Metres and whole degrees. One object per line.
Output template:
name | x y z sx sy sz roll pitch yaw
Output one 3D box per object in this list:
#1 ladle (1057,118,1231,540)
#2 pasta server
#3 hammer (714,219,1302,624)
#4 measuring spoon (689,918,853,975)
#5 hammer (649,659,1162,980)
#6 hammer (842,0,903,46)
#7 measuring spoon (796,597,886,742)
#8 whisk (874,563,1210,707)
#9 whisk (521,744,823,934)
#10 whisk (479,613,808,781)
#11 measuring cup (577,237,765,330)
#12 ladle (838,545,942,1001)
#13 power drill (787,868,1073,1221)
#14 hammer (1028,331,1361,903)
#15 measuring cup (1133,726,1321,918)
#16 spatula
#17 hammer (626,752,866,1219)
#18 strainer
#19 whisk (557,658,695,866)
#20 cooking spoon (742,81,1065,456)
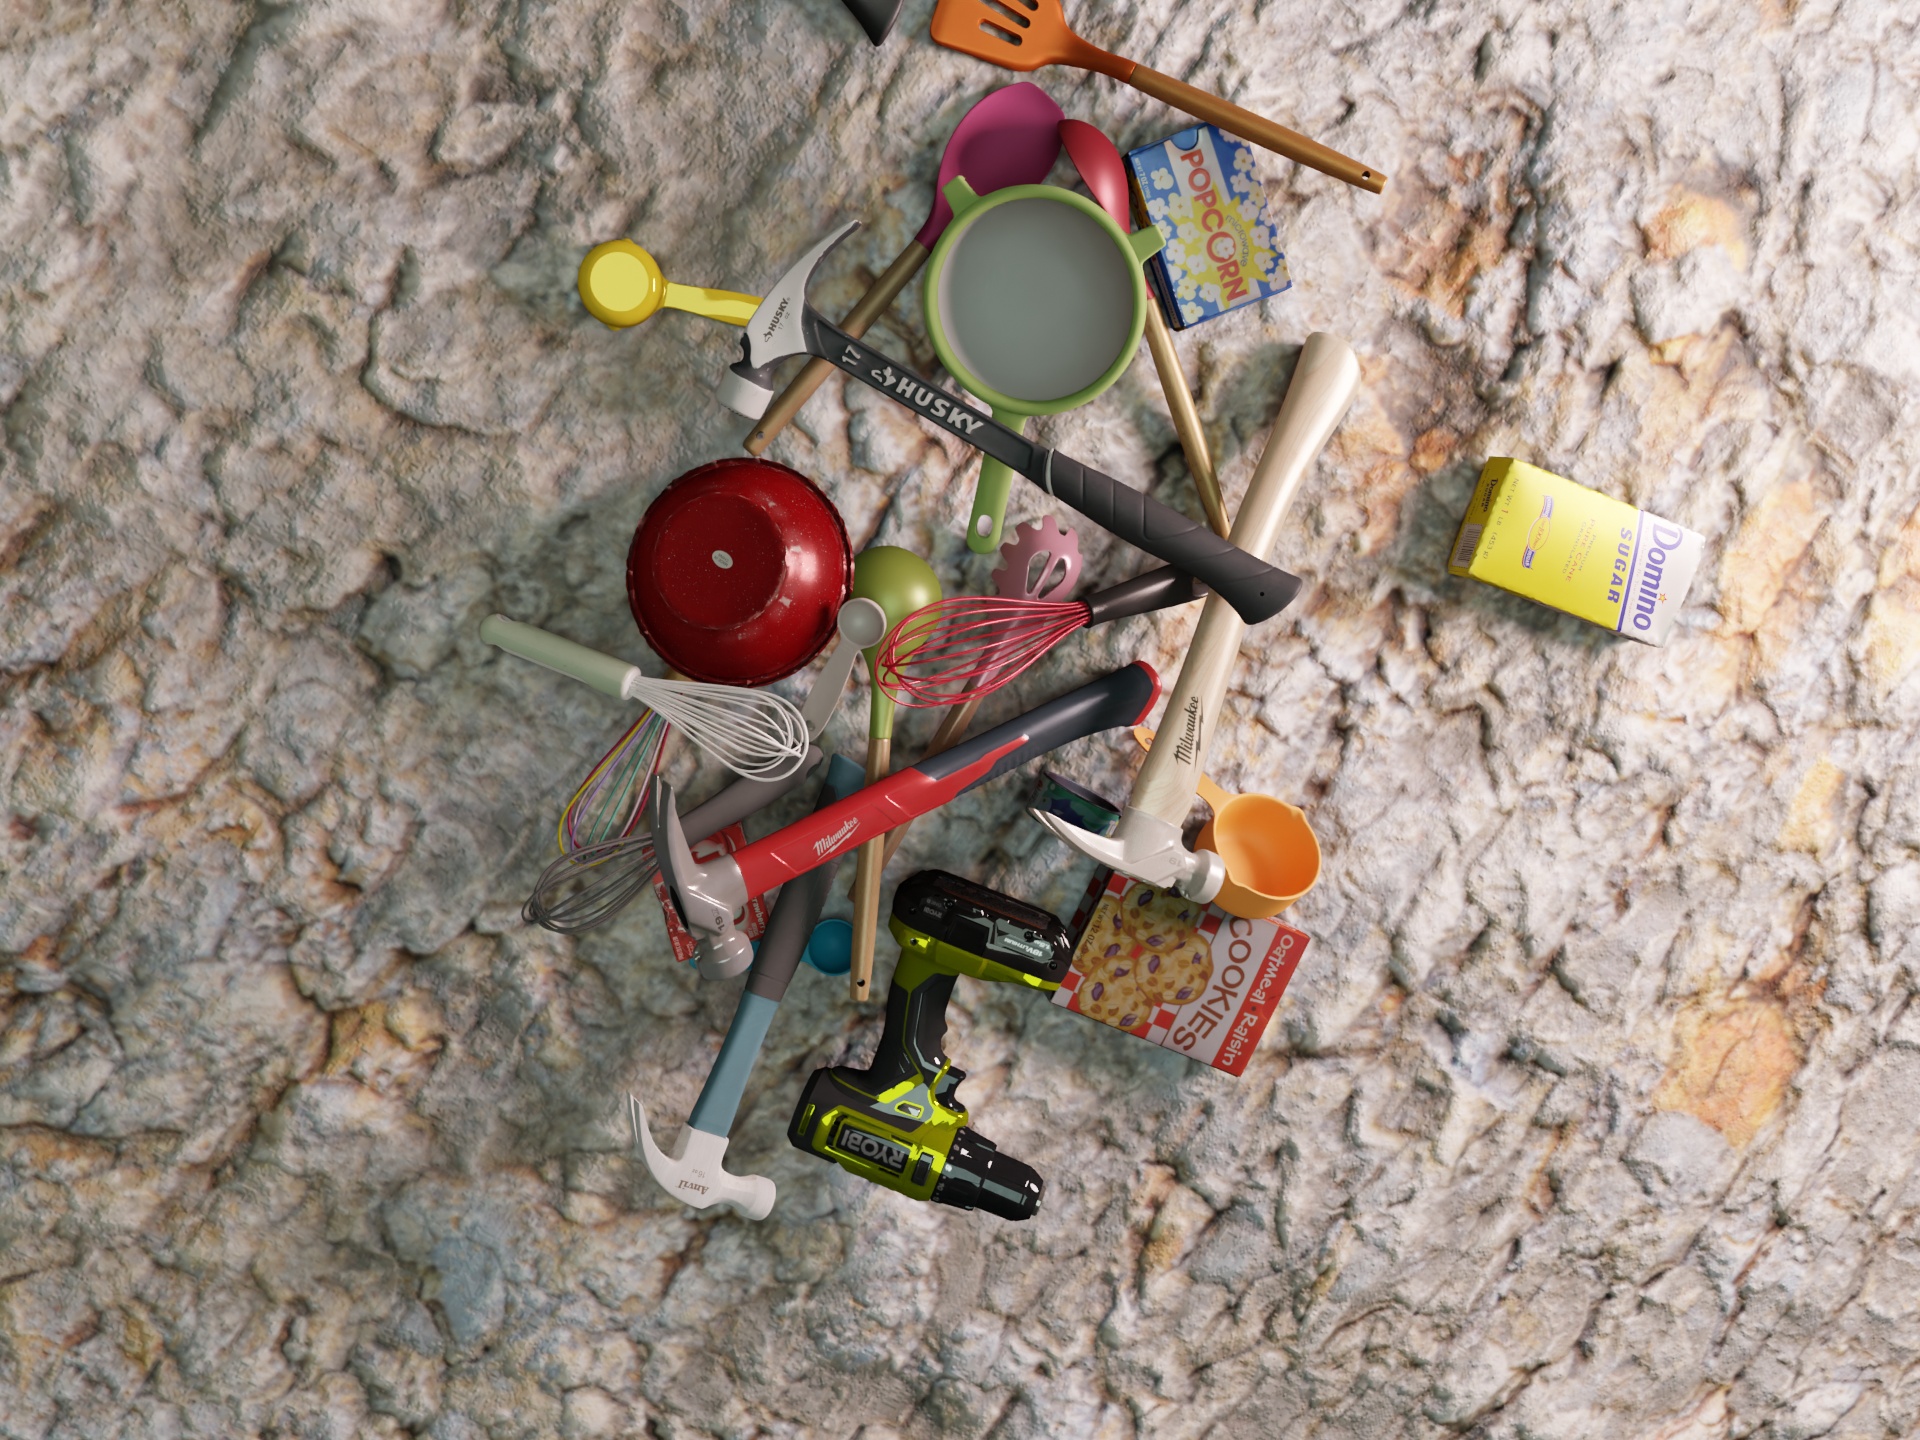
ladle | 0.137 -0.271 1.118 0.031 0.069 0.315 -14 110 24
pasta server | -0.002 -0.004 1.157 0.060 0.040 0.316 28 99 -13
hammer | 0.046 -0.181 1.065 0.409 0.036 0.149 29 105 -3
measuring spoon | -0.135 0.171 1.175 0.128 0.021 0.042 -6 89 1
hammer | -0.024 0.030 1.081 0.386 0.038 0.143 -25 117 -25
hammer | -0.159 -0.574 1.020 0.146 0.035 0.334 -44 104 0
measuring spoon | -0.083 -0.034 1.090 0.034 0.018 0.124 33 121 5
whisk | 0.070 -0.071 1.104 0.296 0.073 0.073 -18 104 -27
whisk | -0.195 0.077 1.100 0.239 0.055 0.055 -31 105 -24
whisk | -0.216 -0.021 1.077 0.246 0.058 0.059 21 95 9
measuring cup | -0.180 -0.284 1.072 0.156 0.029 0.062 10 99 -9
ladle | -0.060 0.037 1.120 0.078 0.062 0.320 4 95 -10
power drill | -0.002 0.242 1.158 0.190 0.080 0.228 21 97 5
hammer | 0.182 -0.086 1.120 0.146 0.038 0.411 23 84 -19
measuring cup | 0.186 0.075 1.188 0.174 0.052 0.095 43 54 11
spatula | 0.137 -0.426 1.065 0.322 0.041 0.081 27 96 6
hammer | -0.135 0.183 1.132 0.128 0.033 0.331 25 83 -27
strainer | 0.044 -0.242 1.104 0.151 0.069 0.256 16 117 7
whisk | -0.213 -0.005 1.114 0.047 0.051 0.245 28 92 -7
cooking spoon | -0.043 -0.307 1.096 0.068 0.017 0.319 40 92 -8
